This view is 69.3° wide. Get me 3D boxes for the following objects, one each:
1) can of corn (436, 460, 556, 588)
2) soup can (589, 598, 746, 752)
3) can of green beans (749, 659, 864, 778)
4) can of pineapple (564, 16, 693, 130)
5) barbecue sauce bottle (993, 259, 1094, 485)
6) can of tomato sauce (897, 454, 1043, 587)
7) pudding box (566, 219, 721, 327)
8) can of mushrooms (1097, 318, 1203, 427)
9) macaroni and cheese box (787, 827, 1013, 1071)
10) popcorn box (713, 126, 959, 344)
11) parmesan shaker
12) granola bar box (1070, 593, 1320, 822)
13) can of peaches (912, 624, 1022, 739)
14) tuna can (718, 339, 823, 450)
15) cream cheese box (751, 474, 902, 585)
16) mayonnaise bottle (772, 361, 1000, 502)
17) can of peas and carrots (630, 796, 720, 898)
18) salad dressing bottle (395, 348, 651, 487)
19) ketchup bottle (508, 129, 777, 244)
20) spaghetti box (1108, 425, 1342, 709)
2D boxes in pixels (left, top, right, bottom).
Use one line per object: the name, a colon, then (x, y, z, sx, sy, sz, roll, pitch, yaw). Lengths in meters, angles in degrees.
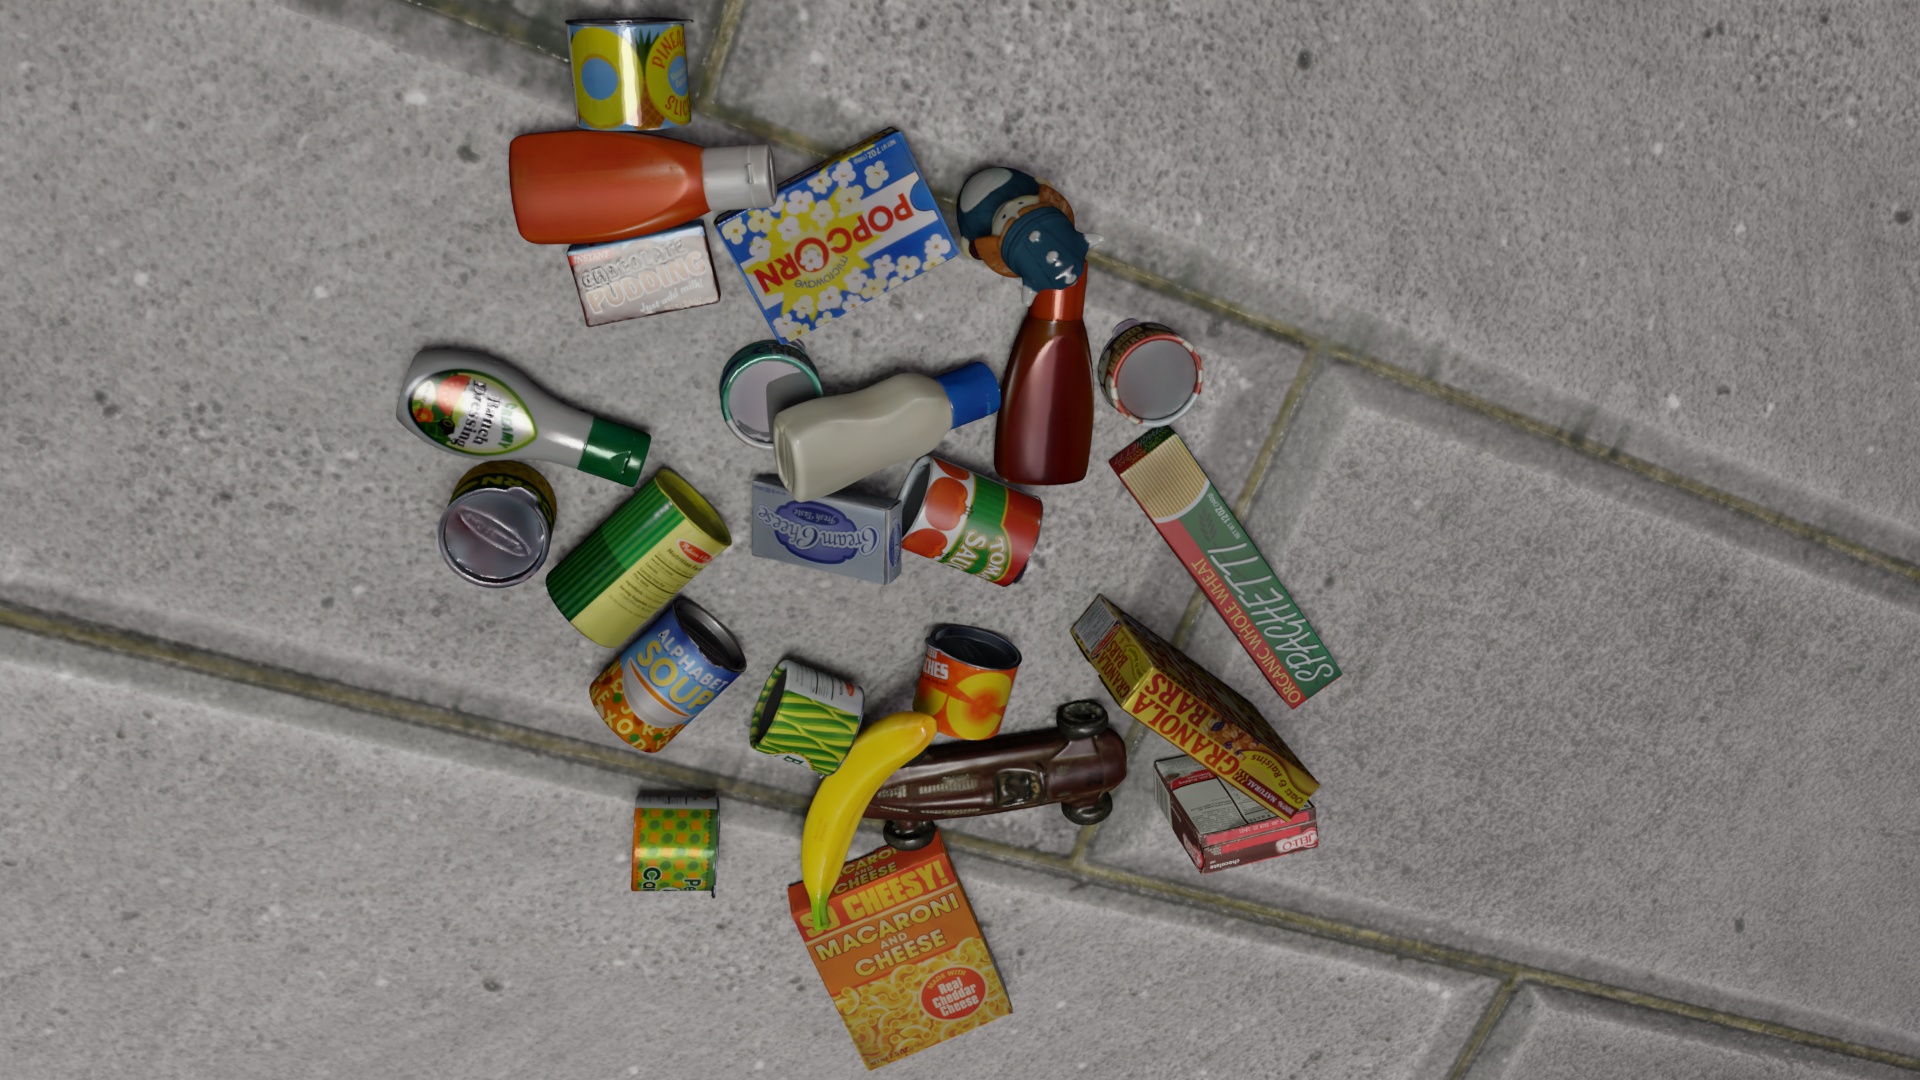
can of corn: (-0.288, -0.013, 0.873, 0.071, 0.058, 0.071, -4, 112, -10)
soup can: (-0.195, 0.092, 0.926, 0.083, 0.071, 0.071, -44, 113, 7)
can of green beans: (-0.107, 0.122, 0.960, 0.058, 0.071, 0.071, 23, 105, -19)
can of pineapple: (-0.186, -0.266, 0.789, 0.071, 0.071, 0.057, -5, 113, -10)
barbecue sauce bottle: (0.059, -0.112, 0.915, 0.065, 0.044, 0.148, -2, 111, -17)
can of tomato sauce: (0.003, -0.012, 0.928, 0.083, 0.071, 0.071, 21, 106, -18)
pudding box: (-0.192, -0.164, 0.849, 0.084, 0.030, 0.049, -12, 112, -7)
can of mushrooms: (0.127, -0.113, 0.934, 0.071, 0.033, 0.070, -4, 113, -10)
macaroni and cheese box: (-0.045, 0.314, 1.063, 0.124, 0.040, 0.165, -22, 114, -3)
popcorn box: (-0.077, -0.188, 0.859, 0.127, 0.038, 0.085, -28, 113, 0)
parmesan shaker: (-0.209, 0.010, 0.893, 0.103, 0.071, 0.071, -41, 114, 7)
granola bar box: (0.163, 0.118, 0.983, 0.165, 0.124, 0.039, 35, 100, -22)
can of peaches: (0.002, 0.099, 0.974, 0.071, 0.071, 0.057, 10, 110, -15)
tuna can: (-0.120, -0.095, 0.890, 0.071, 0.033, 0.070, -4, 113, -10)
cream cheese box: (-0.088, -0.008, 0.906, 0.104, 0.024, 0.053, 12, 113, 22)
mayonnaise bottle: (-0.046, -0.075, 0.888, 0.148, 0.041, 0.064, -22, 142, -23)
can of peas and carrots: (-0.200, 0.215, 0.975, 0.059, 0.071, 0.070, 3, 111, -12)
salad dressing bottle: (-0.268, -0.073, 0.861, 0.148, 0.044, 0.064, 18, 105, -18)
ketchup bottle: (-0.184, -0.208, 0.810, 0.149, 0.043, 0.064, -3, 100, 2)
spaghetti box: (0.196, 0.023, 1.005, 0.050, 0.029, 0.249, -37, 114, 5)
